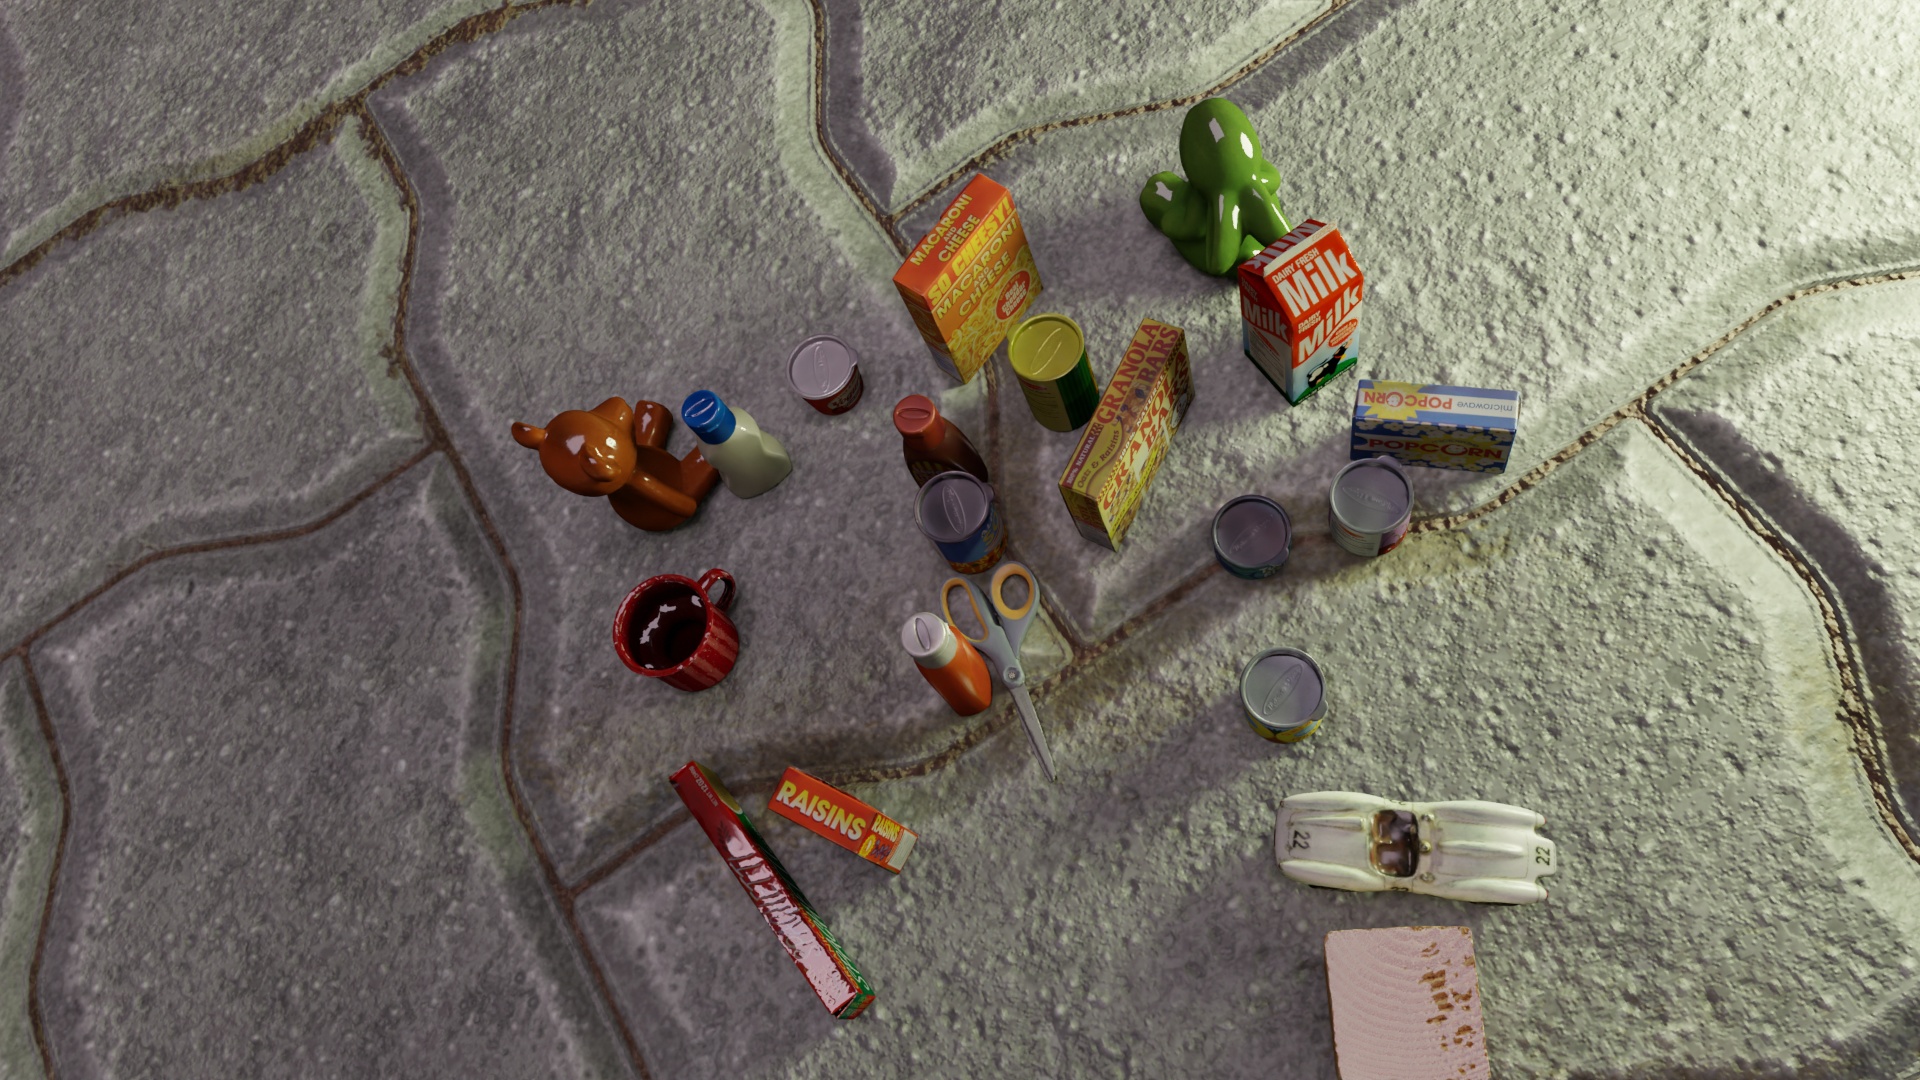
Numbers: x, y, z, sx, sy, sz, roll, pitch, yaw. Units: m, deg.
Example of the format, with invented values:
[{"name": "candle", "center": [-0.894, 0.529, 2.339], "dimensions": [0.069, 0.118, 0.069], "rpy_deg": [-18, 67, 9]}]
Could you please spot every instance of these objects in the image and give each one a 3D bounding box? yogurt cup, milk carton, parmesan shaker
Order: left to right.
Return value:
[{"name": "yogurt cup", "center": [-0.125, -0.153, 1.310], "dimensions": [0.072, 0.053, 0.072], "rpy_deg": [-5, 68, 12]}, {"name": "parmesan shaker", "center": [0.082, -0.149, 1.229], "dimensions": [0.071, 0.103, 0.071], "rpy_deg": [-5, 68, 12]}, {"name": "milk carton", "center": [0.281, -0.195, 1.150], "dimensions": [0.072, 0.190, 0.073], "rpy_deg": [-35, 65, -1]}]

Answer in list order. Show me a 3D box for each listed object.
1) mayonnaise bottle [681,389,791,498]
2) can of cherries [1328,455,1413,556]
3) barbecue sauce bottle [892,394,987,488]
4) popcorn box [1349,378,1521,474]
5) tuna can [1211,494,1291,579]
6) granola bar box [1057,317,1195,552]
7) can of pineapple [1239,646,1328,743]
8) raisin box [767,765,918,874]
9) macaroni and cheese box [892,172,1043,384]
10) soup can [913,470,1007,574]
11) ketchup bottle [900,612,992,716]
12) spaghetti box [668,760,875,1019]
[{"name": "mayonnaise bottle", "center": [-0.205, -0.088, 1.253], "dimensions": [0.065, 0.147, 0.041], "rpy_deg": [-31, 65, 1]}, {"name": "can of cherries", "center": [0.338, -0.028, 1.142], "dimensions": [0.071, 0.058, 0.072], "rpy_deg": [-5, 68, 12]}, {"name": "barbecue sauce bottle", "center": [-0.021, -0.079, 1.203], "dimensions": [0.065, 0.148, 0.044], "rpy_deg": [4, 71, 16]}, {"name": "popcorn box", "center": [0.388, -0.093, 1.141], "dimensions": [0.127, 0.085, 0.038], "rpy_deg": [7, 71, 17]}, {"name": "tuna can", "center": [0.247, -0.001, 1.168], "dimensions": [0.071, 0.032, 0.071], "rpy_deg": [-5, 68, 12]}, {"name": "granola bar box", "center": [0.143, -0.088, 1.178], "dimensions": [0.039, 0.124, 0.166], "rpy_deg": [23, 76, 21]}, {"name": "can of pineapple", "center": [0.257, 0.125, 1.102], "dimensions": [0.071, 0.057, 0.071], "rpy_deg": [-5, 68, 12]}, {"name": "raisin box", "center": [-0.092, 0.225, 1.114], "dimensions": [0.086, 0.123, 0.040], "rpy_deg": [23, 77, 21]}, {"name": "macaroni and cheese box", "center": [0.009, -0.231, 1.245], "dimensions": [0.040, 0.166, 0.124], "rpy_deg": [34, 81, 23]}, {"name": "soup can", "center": [0.004, -0.015, 1.207], "dimensions": [0.071, 0.083, 0.071], "rpy_deg": [-5, 68, 12]}, {"name": "ketchup bottle", "center": [-0.011, 0.097, 1.130], "dimensions": [0.043, 0.148, 0.065], "rpy_deg": [-22, 66, 5]}, {"name": "spaghetti box", "center": [-0.157, 0.286, 1.146], "dimensions": [0.029, 0.050, 0.251], "rpy_deg": [-41, 65, -3]}]
